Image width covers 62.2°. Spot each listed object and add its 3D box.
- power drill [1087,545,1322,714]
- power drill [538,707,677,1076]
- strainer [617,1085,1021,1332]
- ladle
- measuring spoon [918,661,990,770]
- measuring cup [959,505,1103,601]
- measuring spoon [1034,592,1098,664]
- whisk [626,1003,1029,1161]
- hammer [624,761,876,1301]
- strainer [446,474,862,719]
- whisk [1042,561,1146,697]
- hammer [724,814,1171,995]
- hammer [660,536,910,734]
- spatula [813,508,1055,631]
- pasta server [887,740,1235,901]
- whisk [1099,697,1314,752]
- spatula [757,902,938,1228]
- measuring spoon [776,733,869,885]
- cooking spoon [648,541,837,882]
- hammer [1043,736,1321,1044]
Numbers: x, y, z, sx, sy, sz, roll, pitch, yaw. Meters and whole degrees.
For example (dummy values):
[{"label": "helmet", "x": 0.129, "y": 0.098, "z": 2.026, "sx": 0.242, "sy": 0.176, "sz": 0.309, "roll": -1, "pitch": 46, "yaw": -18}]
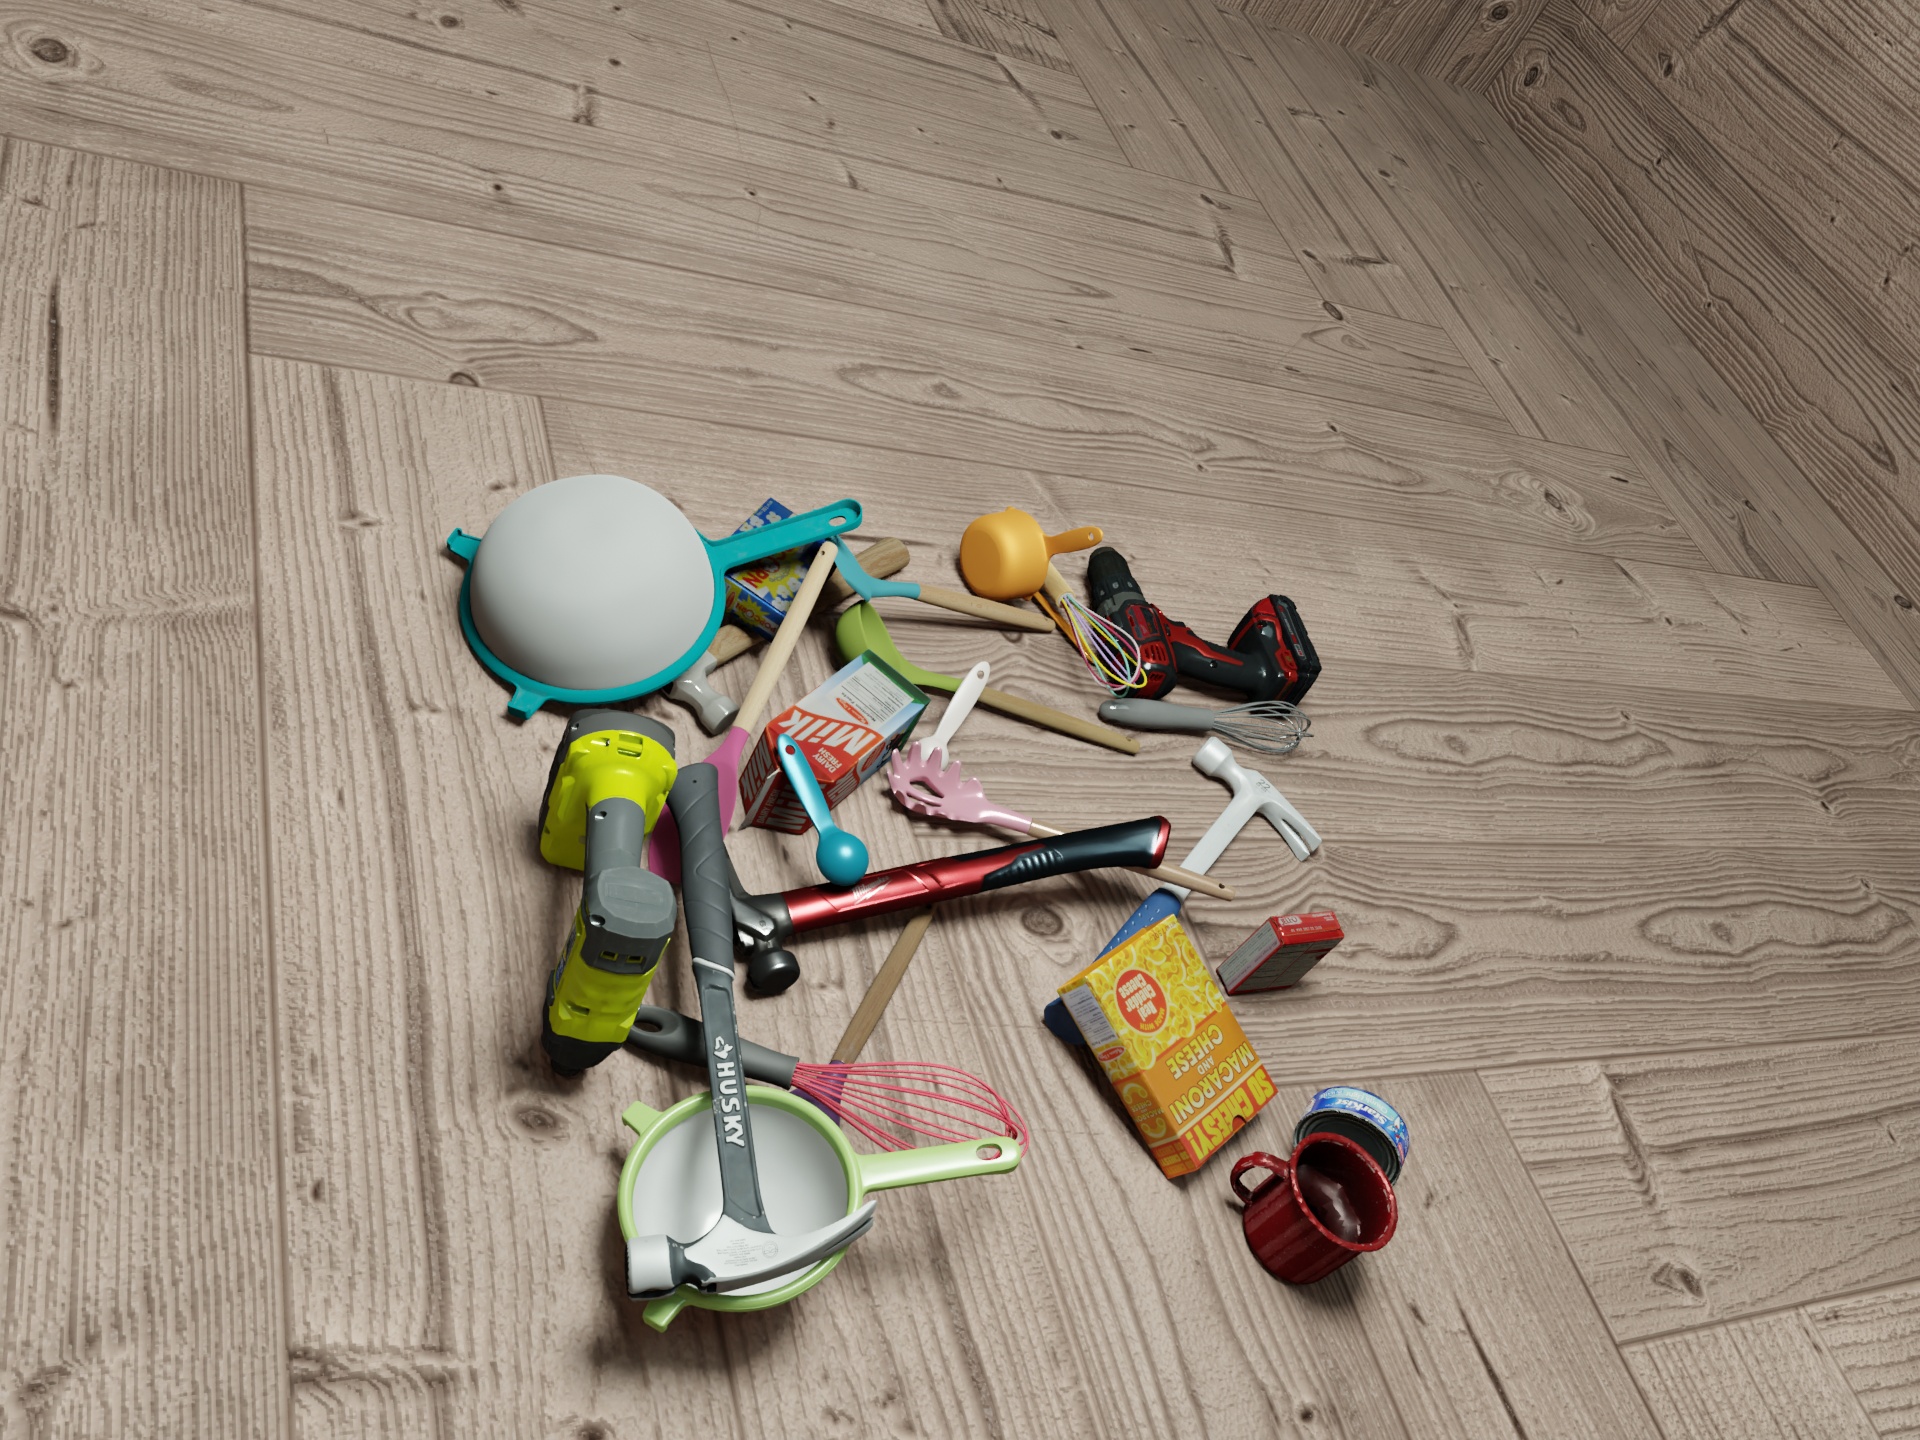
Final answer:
[{"label": "power drill", "x": 0.238, "y": -0.093, "z": 1.630, "sx": 0.226, "sy": 0.080, "sz": 0.188, "roll": 6, "pitch": 48, "yaw": -24}, {"label": "power drill", "x": -0.243, "y": 0.114, "z": 1.073, "sx": 0.080, "sy": 0.171, "sz": 0.223, "roll": 13, "pitch": 37, "yaw": -21}, {"label": "strainer", "x": -0.088, "y": 0.307, "z": 1.017, "sx": 0.256, "sy": 0.069, "sz": 0.152, "roll": -4, "pitch": 46, "yaw": -15}, {"label": "ladle", "x": 0.031, "y": -0.030, "z": 1.454, "sx": 0.320, "sy": 0.062, "sz": 0.078, "roll": 19, "pitch": 37, "yaw": -20}, {"label": "measuring spoon", "x": -0.002, "y": -0.004, "z": 1.397, "sx": 0.034, "sy": 0.018, "sz": 0.124, "roll": 40, "pitch": 63, "yaw": -20}, {"label": "measuring cup", "x": 0.063, "y": -0.163, "z": 1.522, "sx": 0.052, "sy": 0.174, "sz": 0.095, "roll": -14, "pitch": 95, "yaw": -35}, {"label": "measuring spoon", "x": 0.098, "y": -0.097, "z": 1.593, "sx": 0.117, "sy": 0.011, "sz": 0.021, "roll": 50, "pitch": 24, "yaw": 14}, {"label": "whisk", "x": -0.095, "y": 0.247, "z": 1.088, "sx": 0.296, "sy": 0.073, "sz": 0.073, "roll": 17, "pitch": 42, "yaw": 1}, {"label": "hammer", "x": -0.157, "y": 0.181, "z": 1.058, "sx": 0.149, "sy": 0.036, "sz": 0.409, "roll": -3, "pitch": 45, "yaw": -13}, {"label": "strainer", "x": -0.236, "y": -0.143, "z": 1.276, "sx": 0.340, "sy": 0.095, "sz": 0.211, "roll": -19, "pitch": 61, "yaw": -16}, {"label": "whisk", "x": 0.116, "y": -0.105, "z": 1.565, "sx": 0.047, "sy": 0.051, "sz": 0.245, "roll": -17, "pitch": 45, "yaw": -15}, {"label": "hammer", "x": -0.006, "y": 0.111, "z": 1.265, "sx": 0.386, "sy": 0.038, "sz": 0.143, "roll": -9, "pitch": 55, "yaw": -27}, {"label": "hammer", "x": -0.155, "y": -0.101, "z": 1.422, "sx": 0.130, "sy": 0.031, "sz": 0.331, "roll": 43, "pitch": 42, "yaw": 10}, {"label": "spatula", "x": -0.016, "y": -0.120, "z": 1.469, "sx": 0.317, "sy": 0.044, "sz": 0.082, "roll": 10, "pitch": 44, "yaw": -44}, {"label": "pasta server", "x": 0.086, "y": 0.095, "z": 1.349, "sx": 0.316, "sy": 0.040, "sz": 0.060, "roll": 19, "pitch": 53, "yaw": -2}, {"label": "whisk", "x": 0.244, "y": 0.001, "z": 1.564, "sx": 0.238, "sy": 0.055, "sz": 0.055, "roll": 6, "pitch": 48, "yaw": -22}, {"label": "spatula", "x": -0.080, "y": 0.233, "z": 1.159, "sx": 0.060, "sy": 0.018, "sz": 0.316, "roll": 30, "pitch": 42, "yaw": 2}, {"label": "measuring spoon", "x": -0.106, "y": 0.064, "z": 1.203, "sx": 0.042, "sy": 0.021, "sz": 0.129, "roll": -20, "pitch": 78, "yaw": -34}, {"label": "cooking spoon", "x": -0.162, "y": -0.012, "z": 1.249, "sx": 0.069, "sy": 0.017, "sz": 0.319, "roll": 6, "pitch": 60, "yaw": 30}, {"label": "hammer", "x": 0.192, "y": 0.154, "z": 1.392, "sx": 0.144, "sy": 0.035, "sz": 0.405, "roll": 40, "pitch": 42, "yaw": 8}]
